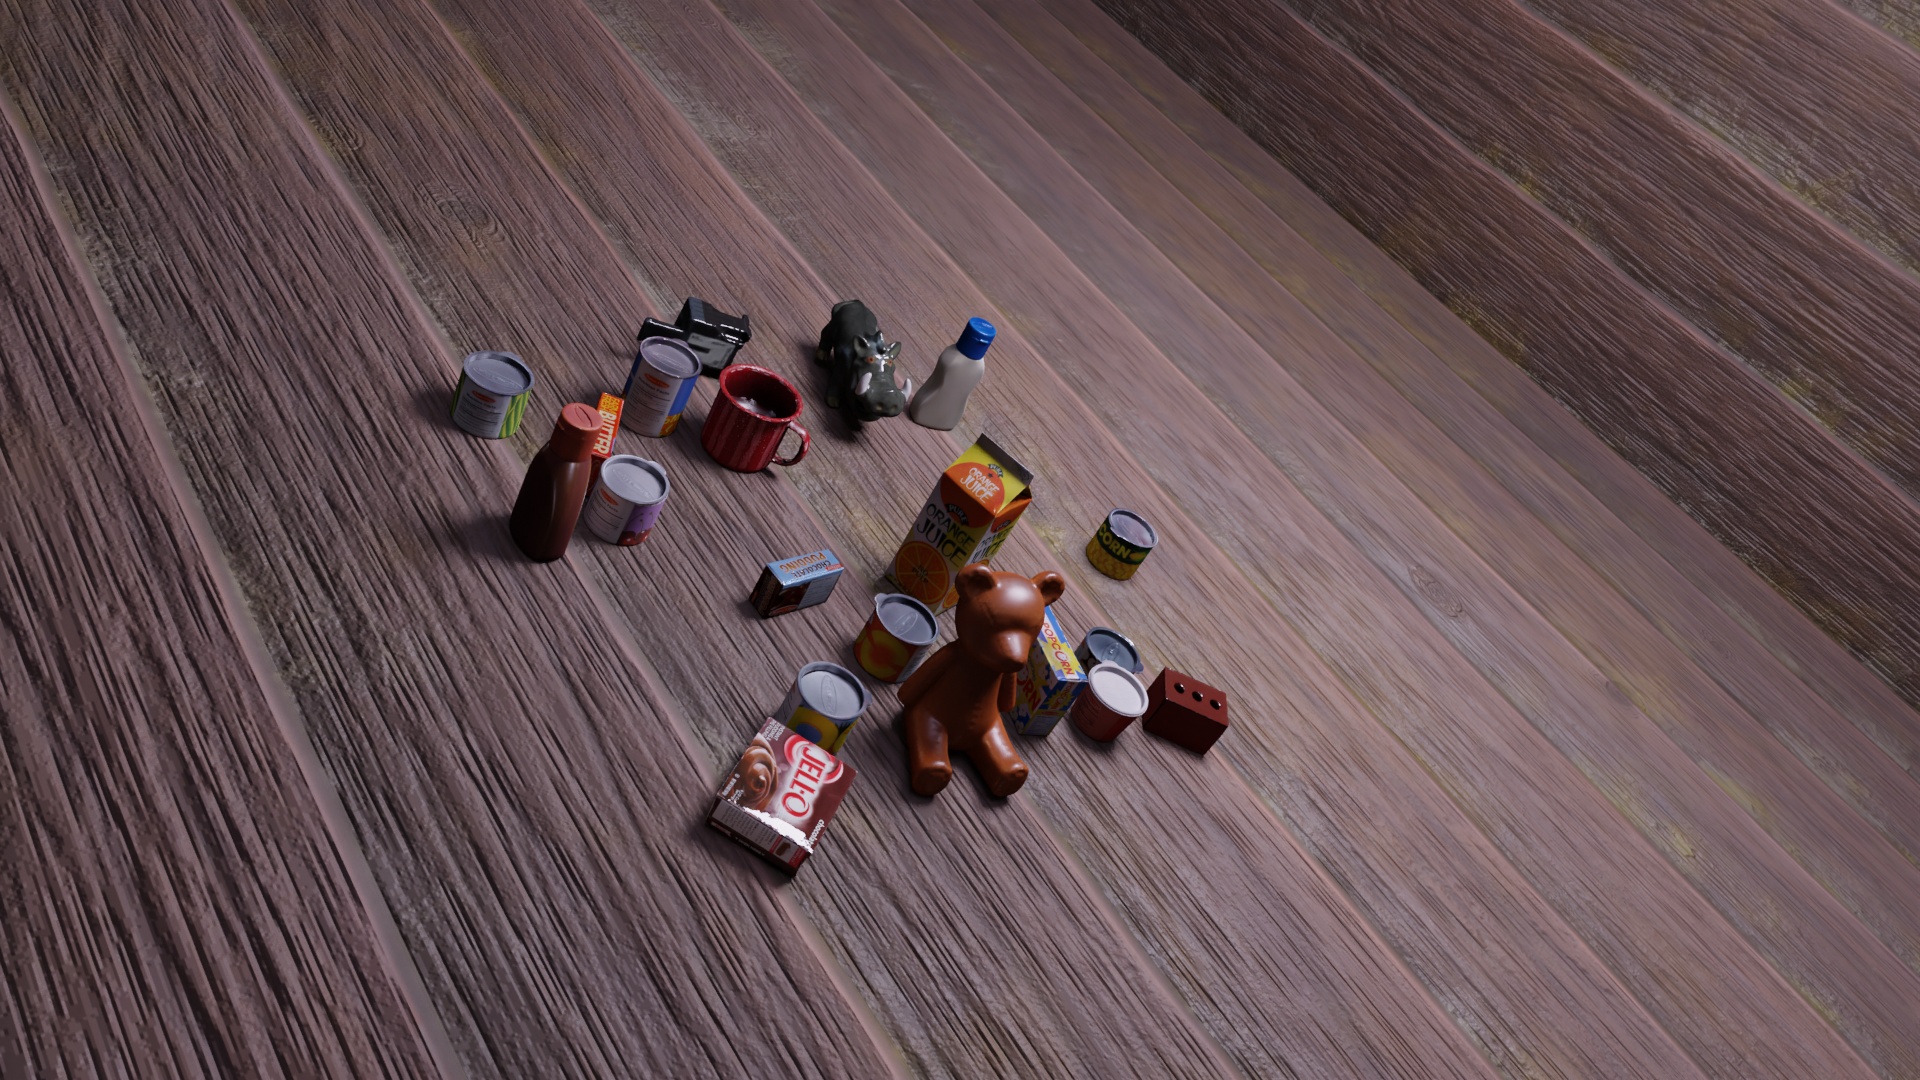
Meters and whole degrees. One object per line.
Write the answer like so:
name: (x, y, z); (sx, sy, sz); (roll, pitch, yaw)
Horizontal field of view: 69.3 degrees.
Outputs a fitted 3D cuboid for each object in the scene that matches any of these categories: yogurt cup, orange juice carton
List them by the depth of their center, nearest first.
yogurt cup: (0.149, 0.167, 1.411); (0.072, 0.053, 0.073); (21, 35, -15)
orange juice carton: (0.005, -0.018, 1.411); (0.072, 0.191, 0.073); (43, 35, 16)

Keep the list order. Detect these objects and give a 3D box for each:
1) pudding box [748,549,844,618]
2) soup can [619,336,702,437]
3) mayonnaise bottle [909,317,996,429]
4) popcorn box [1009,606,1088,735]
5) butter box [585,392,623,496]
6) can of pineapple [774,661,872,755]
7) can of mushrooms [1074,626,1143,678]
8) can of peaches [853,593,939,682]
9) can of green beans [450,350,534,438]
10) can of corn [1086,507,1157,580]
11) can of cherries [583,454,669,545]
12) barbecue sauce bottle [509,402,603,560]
pudding box: (-0.157, 0.041, 1.337); (0.084, 0.049, 0.030); (-15, 55, -47)
soup can: (-0.312, -0.160, 1.442); (0.071, 0.083, 0.072); (21, 35, -16)
mayonnaise bottle: (-0.005, -0.201, 1.676); (0.065, 0.147, 0.041); (9, 40, -30)
popcorn box: (0.069, 0.119, 1.383); (0.038, 0.084, 0.127); (6, 41, -33)
butter box: (-0.353, -0.094, 1.354); (0.024, 0.053, 0.104); (19, 36, -19)
can of pineapple: (-0.121, 0.150, 1.218); (0.071, 0.057, 0.071); (21, 35, -15)
can of mushrooms: (0.158, 0.129, 1.486); (0.071, 0.033, 0.071); (21, 35, -15)
can of peaches: (-0.064, 0.093, 1.336); (0.071, 0.057, 0.071); (21, 35, -15)
can of green beans: (-0.449, -0.139, 1.332); (0.071, 0.057, 0.071); (21, 35, -15)
can of corn: (0.189, 0.005, 1.645); (0.071, 0.058, 0.071); (21, 35, -15)
can of cherries: (-0.313, -0.038, 1.309); (0.071, 0.058, 0.072); (21, 35, -15)
barbecue sauce bottle: (-0.352, -0.053, 1.217); (0.044, 0.147, 0.065); (-8, 50, -44)
